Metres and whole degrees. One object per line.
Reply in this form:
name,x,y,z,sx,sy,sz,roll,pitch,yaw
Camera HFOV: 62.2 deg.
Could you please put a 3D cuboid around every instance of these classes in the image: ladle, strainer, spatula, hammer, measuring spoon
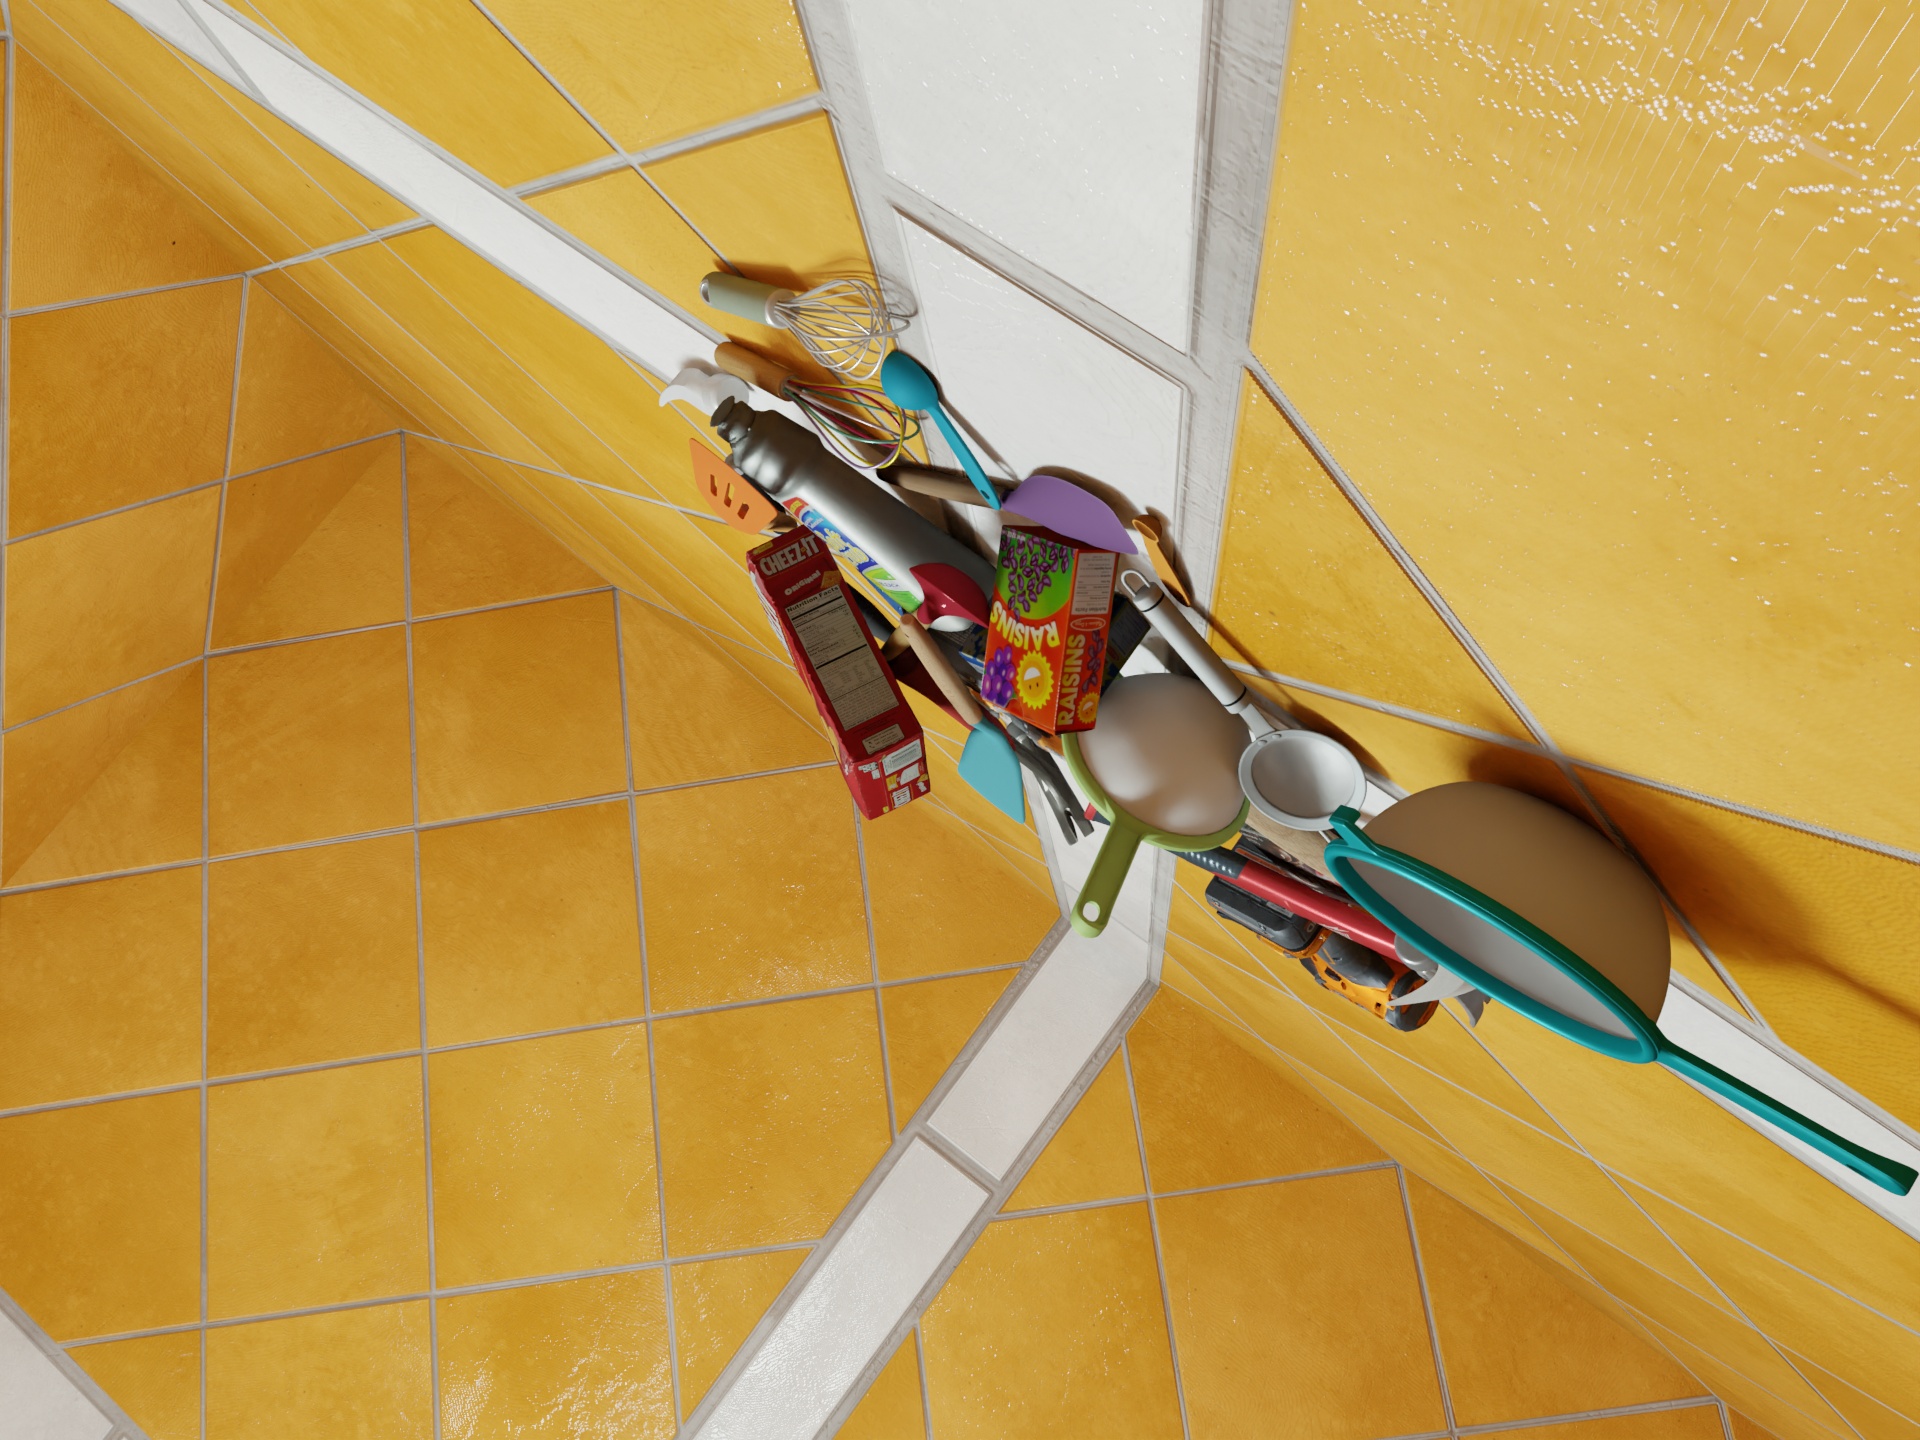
ladle,-0.031,-0.074,1.216,0.069,0.031,0.315,37,167,-6
strainer,0.372,0.129,0.886,0.341,0.095,0.210,31,172,26
spatula,0.018,-0.153,1.074,0.059,0.018,0.316,51,166,-30
spatula,-0.002,-0.004,1.275,0.082,0.044,0.317,38,172,27
hammer,0.271,0.101,1.175,0.031,0.130,0.332,-1,-160,-27
hammer,-0.116,-0.175,1.444,0.405,0.035,0.144,44,169,-37
spatula,-0.157,-0.169,1.260,0.081,0.041,0.322,40,-174,0
measuring spoon,0.127,-0.097,0.974,0.021,0.011,0.116,37,175,28
hammer,0.254,0.138,1.311,0.387,0.038,0.143,25,168,45
hammer,0.027,0.012,1.509,0.149,0.036,0.358,62,-168,28
strainer,0.189,-0.011,1.051,0.087,0.050,0.258,-26,118,38
measuring spoon,-0.013,-0.178,1.013,0.128,0.021,0.042,53,164,-30
hammer,-0.078,-0.092,1.569,0.128,0.033,0.330,44,-176,38
strainer,0.133,0.044,1.082,0.151,0.256,0.069,32,133,-1

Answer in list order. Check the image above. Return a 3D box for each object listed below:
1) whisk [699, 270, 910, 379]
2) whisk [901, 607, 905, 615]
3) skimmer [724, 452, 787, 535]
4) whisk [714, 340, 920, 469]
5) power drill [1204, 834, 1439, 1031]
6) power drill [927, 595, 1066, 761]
whisk,-0.106,-0.255,0.986,0.247,0.059,0.057,32,134,52
whisk,-0.050,-0.128,1.402,0.055,0.055,0.238,30,164,40
skimmer,-0.179,-0.146,1.648,0.127,0.090,0.363,28,167,27
whisk,-0.107,-0.233,1.124,0.245,0.051,0.047,35,151,45
power drill,0.322,0.192,1.453,0.226,0.084,0.164,39,172,-36
power drill,0.051,-0.035,1.377,0.185,0.084,0.226,32,174,41
